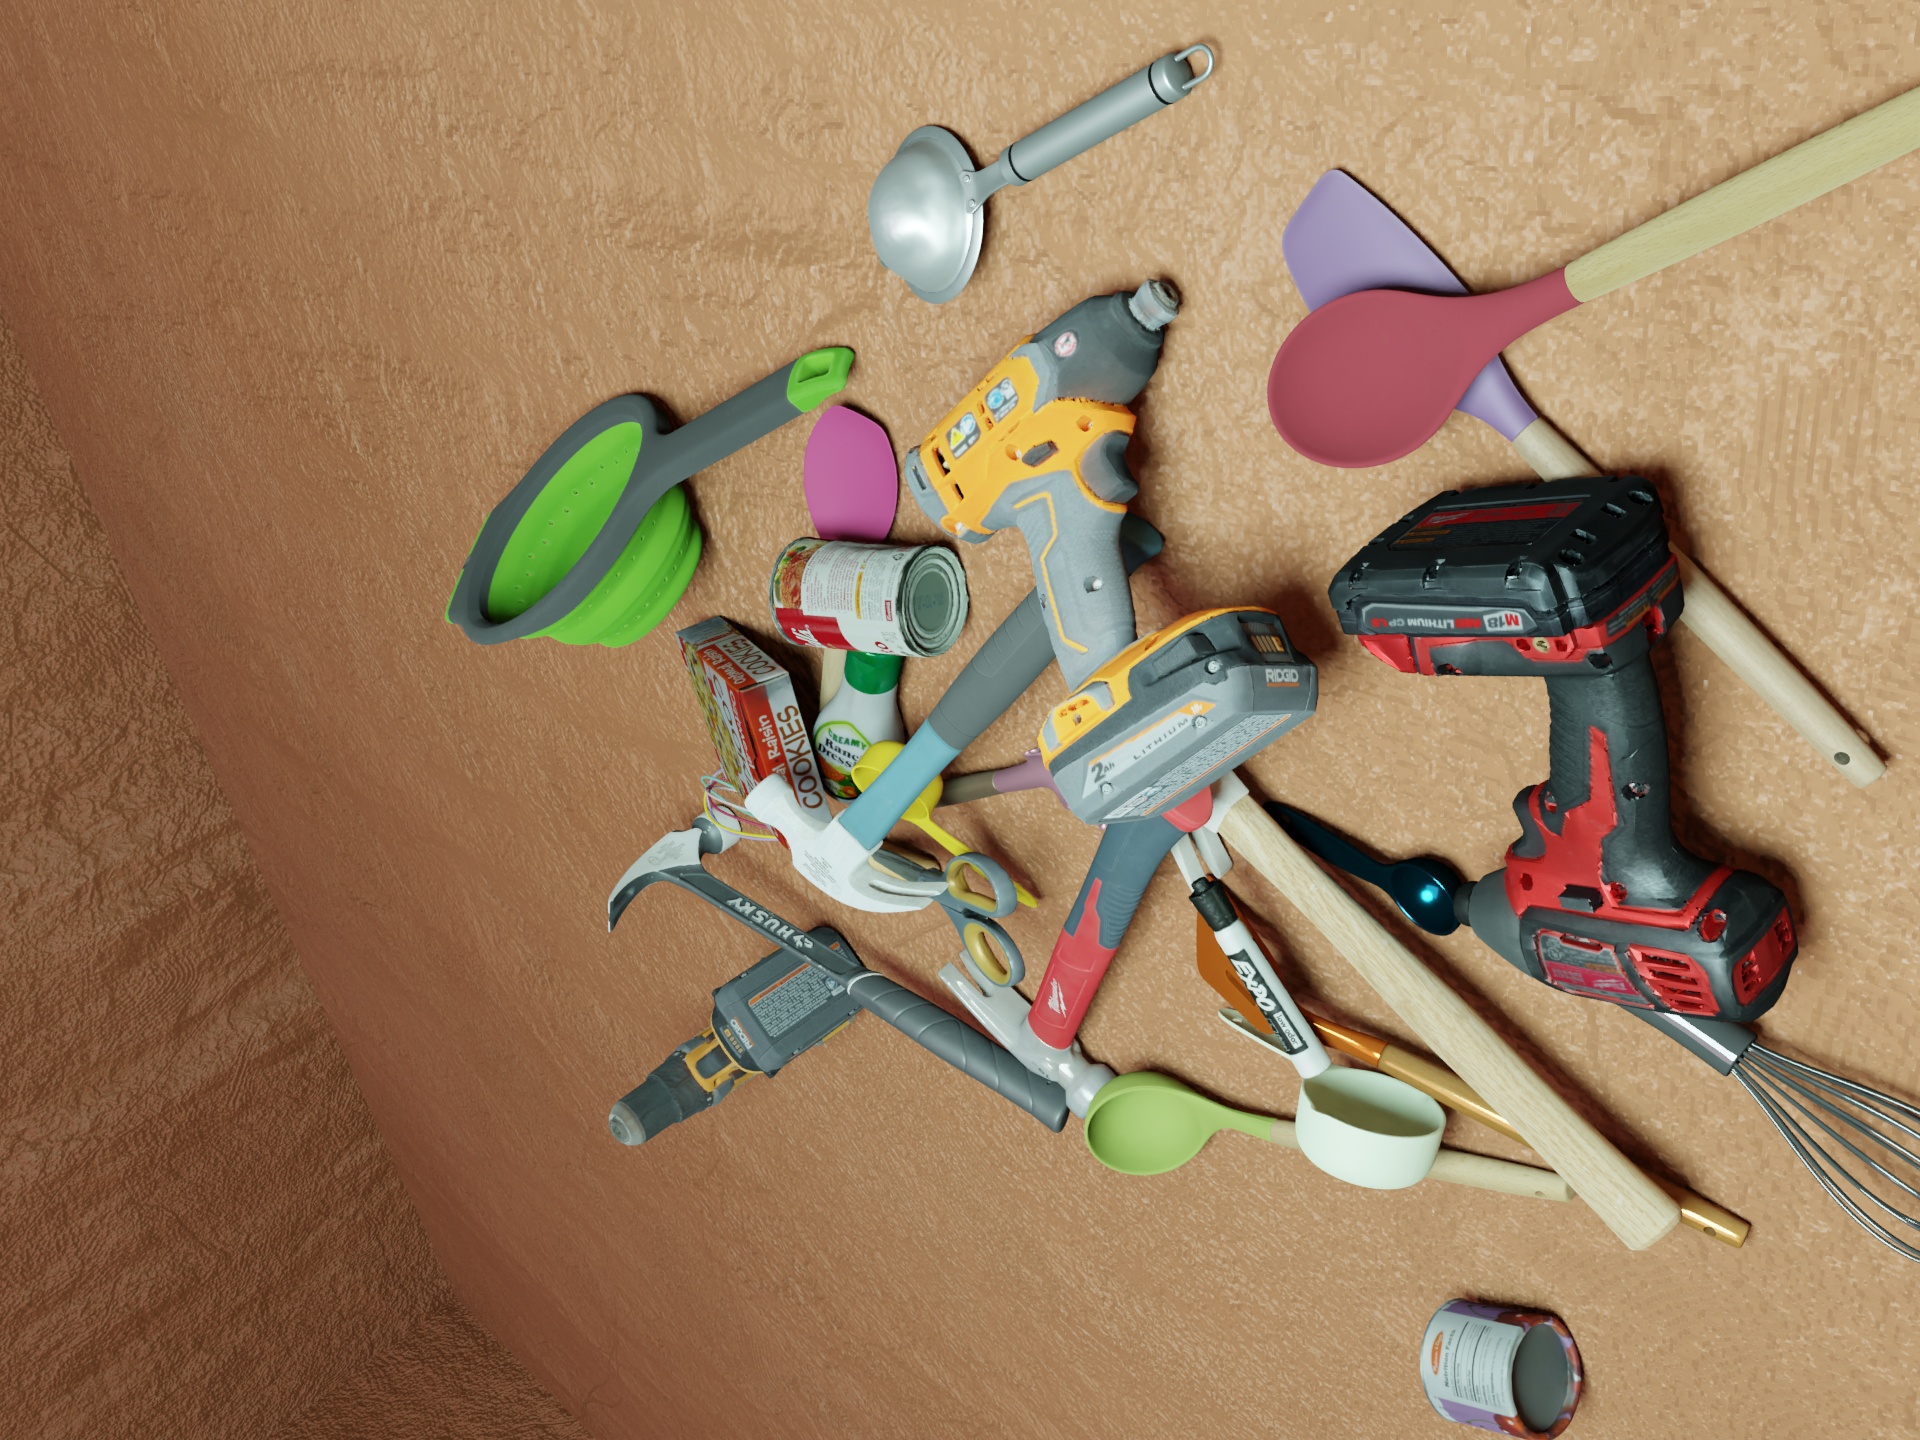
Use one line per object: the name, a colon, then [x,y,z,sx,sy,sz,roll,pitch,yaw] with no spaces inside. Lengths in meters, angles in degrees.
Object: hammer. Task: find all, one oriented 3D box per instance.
hammer: [-0.001,-0.003,0.902,0.128,0.033,0.331,46,127,5]
hammer: [0.216,0.127,0.796,0.331,0.031,0.130,46,154,20]
hammer: [-0.088,0.190,1.186,0.409,0.149,0.036,27,128,27]
hammer: [0.068,0.116,0.949,0.143,0.038,0.386,42,151,18]

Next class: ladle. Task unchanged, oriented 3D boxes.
ladle: [0.237,-0.165,0.554,0.315,0.031,0.069,-20,97,50]
ladle: [0.200,0.254,0.926,0.320,0.062,0.078,-3,131,49]

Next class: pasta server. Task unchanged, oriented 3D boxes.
pasta server: [0.007,0.047,1.015,0.060,0.040,0.316,51,149,-16]

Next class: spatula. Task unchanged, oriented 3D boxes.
spatula: [0.240,-0.095,0.628,0.316,0.018,0.059,49,141,13]
spatula: [0.250,0.182,0.837,0.323,0.041,0.081,24,134,33]

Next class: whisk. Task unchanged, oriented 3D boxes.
whisk: [-0.110,0.077,1.185,0.245,0.047,0.051,17,141,38]
whisk: [0.333,0.145,0.685,0.239,0.055,0.055,39,142,32]

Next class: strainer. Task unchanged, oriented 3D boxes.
strainer: [0.021,-0.261,0.751,0.258,0.050,0.087,-9,95,50]

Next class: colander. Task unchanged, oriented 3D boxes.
colander: [-0.188,-0.138,1.057,0.397,0.205,0.094,-18,137,39]

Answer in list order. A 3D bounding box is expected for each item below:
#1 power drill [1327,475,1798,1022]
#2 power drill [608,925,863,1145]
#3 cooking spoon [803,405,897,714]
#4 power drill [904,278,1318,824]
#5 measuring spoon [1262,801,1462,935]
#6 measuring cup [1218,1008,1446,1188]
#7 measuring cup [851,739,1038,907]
power drill: [0.240,0.018,0.646,0.143,0.078,0.219,4,124,56]
power drill: [-0.187,0.267,1.306,0.084,0.185,0.226,54,143,7]
cooking spoon: [-0.079,-0.070,1.043,0.069,0.017,0.318,29,138,18]
power drill: [0.074,-0.084,0.743,0.164,0.084,0.227,-39,65,36]
measuring spoon: [0.206,0.066,0.808,0.129,0.021,0.042,32,147,45]
measuring cup: [0.195,0.208,0.885,0.168,0.083,0.038,27,113,58]
measuring cup: [-0.002,0.066,1.013,0.156,0.029,0.062,40,155,-20]
